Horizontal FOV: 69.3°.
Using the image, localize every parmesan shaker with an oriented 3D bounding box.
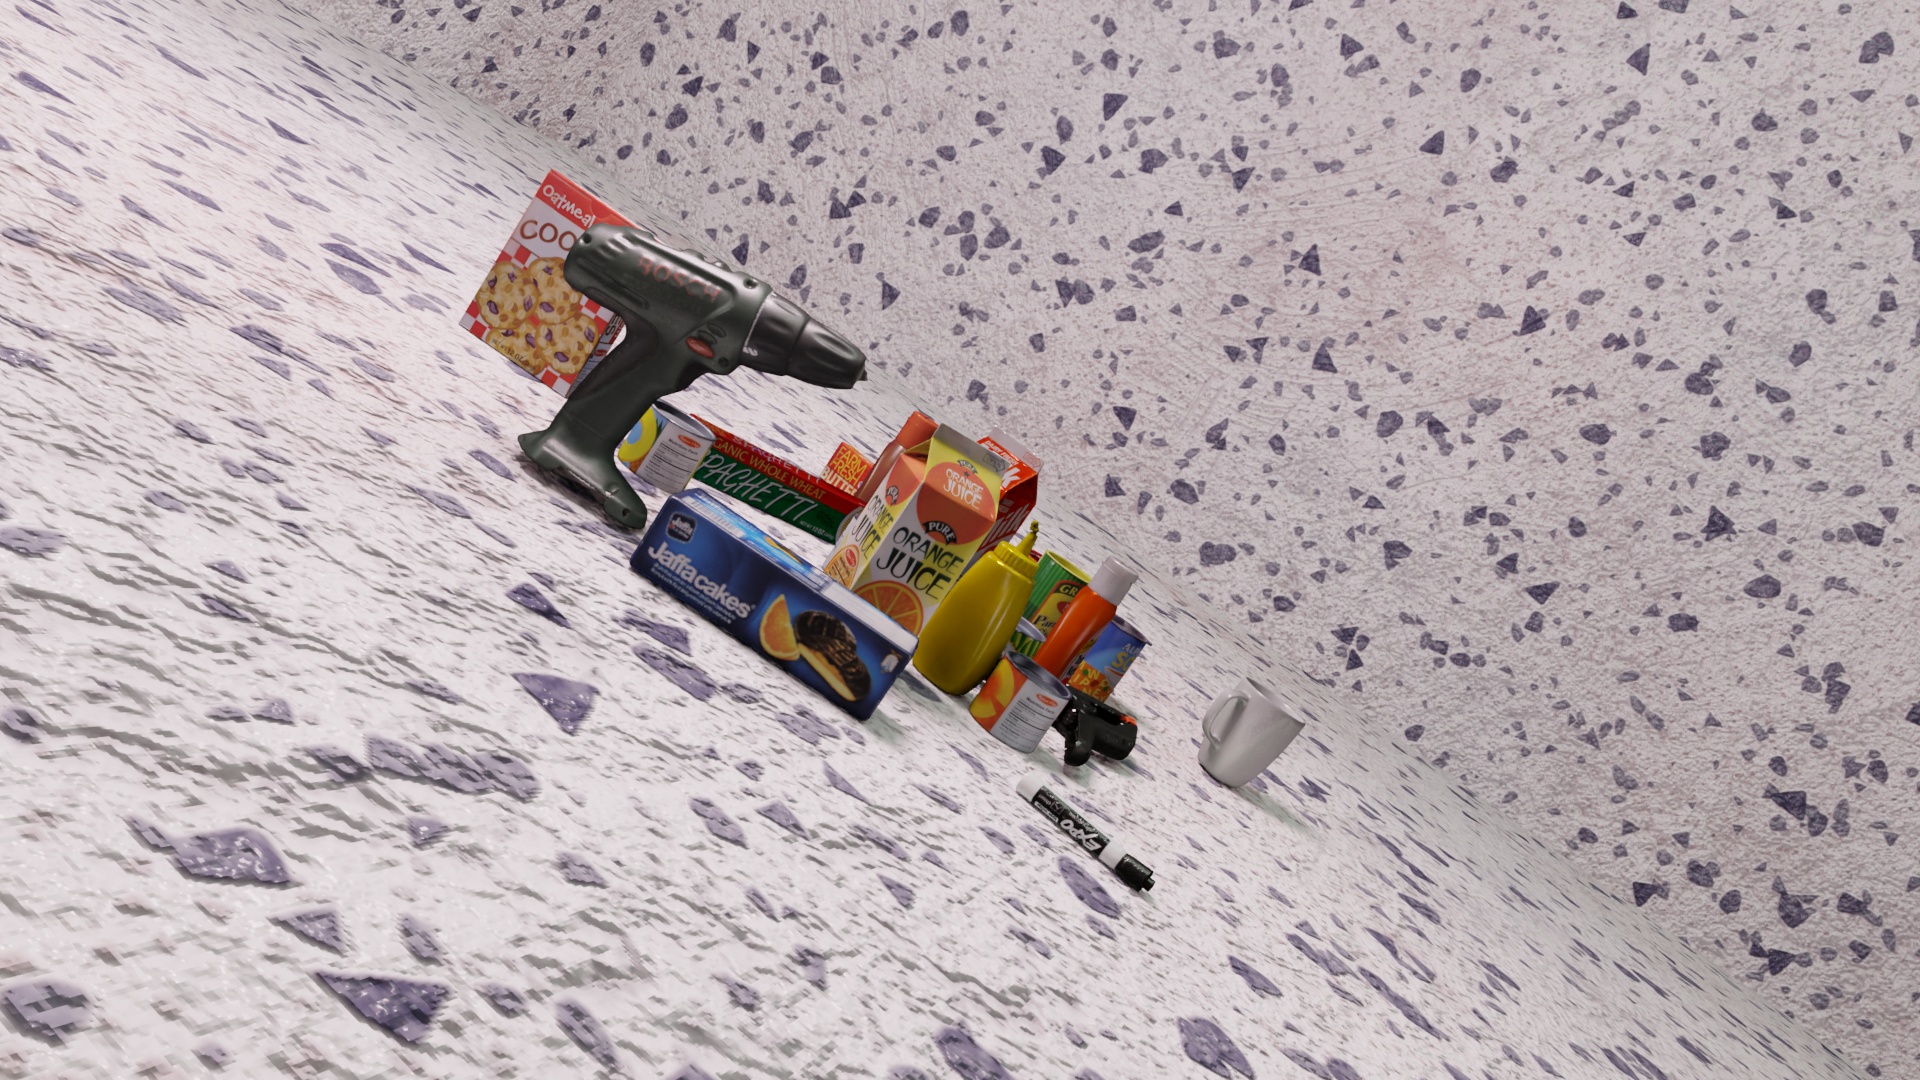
[{"bbox_3d":[0.091,0.071,1.486,0.071,0.103,0.071,33,8,-6],"label":"parmesan shaker"}]

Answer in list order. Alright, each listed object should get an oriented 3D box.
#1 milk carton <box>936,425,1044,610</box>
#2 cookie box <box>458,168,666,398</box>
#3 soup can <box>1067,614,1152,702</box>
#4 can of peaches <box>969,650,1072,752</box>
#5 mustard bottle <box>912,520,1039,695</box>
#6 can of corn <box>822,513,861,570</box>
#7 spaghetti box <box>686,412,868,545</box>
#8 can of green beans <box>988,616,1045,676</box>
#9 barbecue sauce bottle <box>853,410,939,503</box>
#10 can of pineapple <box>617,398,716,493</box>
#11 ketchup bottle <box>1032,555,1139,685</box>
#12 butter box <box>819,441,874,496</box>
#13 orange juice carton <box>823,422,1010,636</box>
[{"bbox_3d":[0.005,-0.017,1.362,0.072,0.190,0.073,38,9,27],"label":"milk carton"},{"bbox_3d":[-0.363,-0.234,1.274,0.123,0.167,0.040,35,8,4],"label":"cookie box"},{"bbox_3d":[0.153,0.124,1.488,0.071,0.083,0.071,33,8,-6],"label":"soup can"},{"bbox_3d":[0.049,0.133,1.151,0.071,0.058,0.071,33,9,-6],"label":"can of peaches"},{"bbox_3d":[0.024,0.052,1.161,0.065,0.160,0.049,38,9,27],"label":"mustard bottle"},{"bbox_3d":[-0.084,0.019,1.284,0.071,0.058,0.071,33,9,-6],"label":"can of corn"},{"bbox_3d":[-0.173,-0.049,1.351,0.250,0.050,0.029,27,11,-37],"label":"spaghetti box"},{"bbox_3d":[0.036,0.097,1.296,0.071,0.057,0.071,33,9,-6],"label":"can of green beans"},{"bbox_3d":[-0.075,-0.068,1.483,0.044,0.148,0.065,34,8,2],"label":"barbecue sauce bottle"},{"bbox_3d":[-0.256,-0.082,1.207,0.071,0.057,0.071,33,9,-6],"label":"can of pineapple"},{"bbox_3d":[0.119,0.084,1.370,0.043,0.148,0.065,36,9,13],"label":"ketchup bottle"},{"bbox_3d":[-0.117,-0.069,1.647,0.104,0.053,0.024,39,10,29],"label":"butter box"},{"bbox_3d":[-0.040,0.002,1.091,0.072,0.192,0.073,30,9,-25],"label":"orange juice carton"}]
